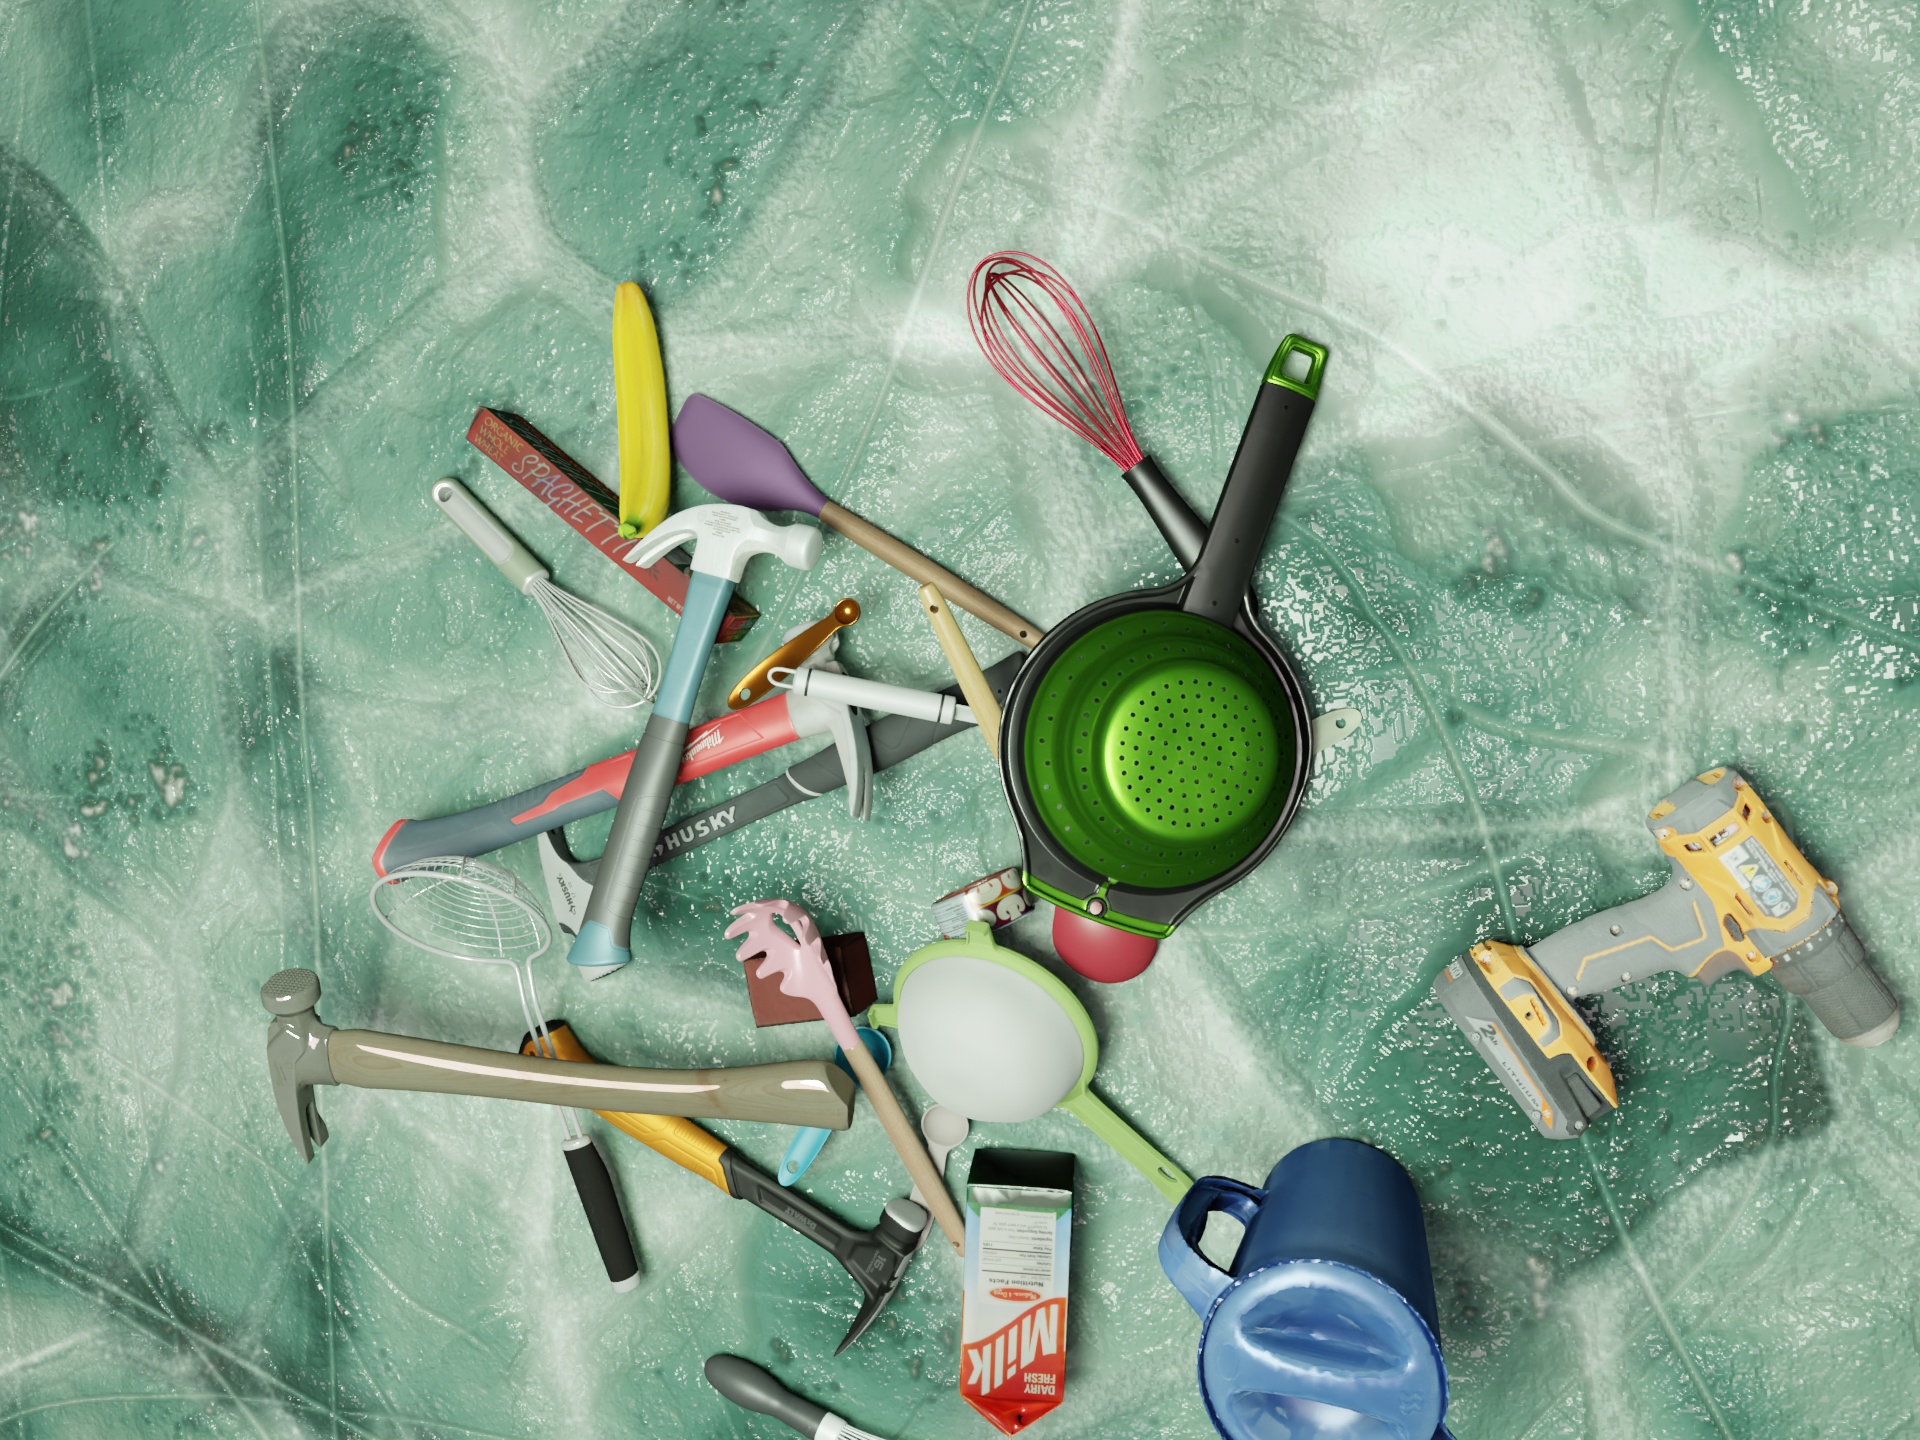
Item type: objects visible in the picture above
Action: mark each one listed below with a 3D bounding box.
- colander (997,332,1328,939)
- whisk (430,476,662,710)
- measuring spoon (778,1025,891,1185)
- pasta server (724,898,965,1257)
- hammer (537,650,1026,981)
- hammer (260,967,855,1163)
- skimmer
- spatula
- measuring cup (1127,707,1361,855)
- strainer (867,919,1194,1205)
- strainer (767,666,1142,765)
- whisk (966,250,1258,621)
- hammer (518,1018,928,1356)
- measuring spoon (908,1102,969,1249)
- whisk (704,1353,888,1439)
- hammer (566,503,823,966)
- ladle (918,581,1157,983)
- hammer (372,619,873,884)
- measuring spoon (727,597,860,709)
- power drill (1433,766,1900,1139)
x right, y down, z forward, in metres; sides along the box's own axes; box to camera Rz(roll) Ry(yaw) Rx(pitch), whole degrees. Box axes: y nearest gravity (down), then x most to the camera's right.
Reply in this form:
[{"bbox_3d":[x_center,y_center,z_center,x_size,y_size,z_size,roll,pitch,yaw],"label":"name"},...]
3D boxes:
[{"bbox_3d":[0.158,-0.058,0.980,0.204,0.094,0.397,21,88,-7],"label":"colander"},{"bbox_3d":[-0.308,-0.096,1.172,0.246,0.059,0.058,44,93,13],"label":"whisk"},{"bbox_3d":[-0.092,0.278,1.145,0.042,0.021,0.128,32,87,13],"label":"measuring spoon"},{"bbox_3d":[-0.066,0.250,1.098,0.060,0.040,0.316,-17,108,31],"label":"pasta server"},{"bbox_3d":[-0.131,0.047,1.142,0.409,0.036,0.149,-25,87,16],"label":"hammer"},{"bbox_3d":[-0.277,0.257,1.100,0.410,0.038,0.146,4,114,6],"label":"hammer"},{"bbox_3d":[-0.314,0.262,1.143,0.127,0.090,0.363,-12,100,26],"label":"skimmer"},{"bbox_3d":[-0.076,-0.133,1.117,0.316,0.018,0.059,32,105,12],"label":"spatula"},{"bbox_3d":[0.186,0.032,1.055,0.167,0.038,0.083,-26,90,0],"label":"measuring cup"},{"bbox_3d":[0.052,0.258,1.070,0.256,0.069,0.151,41,132,-3],"label":"strainer"},{"bbox_3d":[-0.002,-0.003,1.058,0.258,0.050,0.086,11,130,-1],"label":"strainer"},{"bbox_3d":[0.103,-0.183,1.044,0.073,0.073,0.296,-36,92,16],"label":"whisk"},{"bbox_3d":[-0.191,0.330,1.182,0.337,0.034,0.127,30,107,13],"label":"hammer"},{"bbox_3d":[-0.021,0.328,1.149,0.034,0.018,0.124,17,106,6],"label":"measuring spoon"},{"bbox_3d":[-0.066,0.533,1.158,0.285,0.070,0.070,21,101,18],"label":"whisk"},{"bbox_3d":[-0.200,0.012,1.080,0.128,0.033,0.331,17,90,17],"label":"hammer"},{"bbox_3d":[0.046,0.049,1.039,0.069,0.031,0.315,-22,108,15],"label":"ladle"},{"bbox_3d":[-0.247,0.060,1.131,0.386,0.038,0.143,-20,73,14],"label":"hammer"},{"bbox_3d":[-0.113,-0.043,1.081,0.117,0.011,0.021,-37,69,12],"label":"measuring spoon"},{"bbox_3d":[0.432,0.164,0.972,0.226,0.084,0.185,-38,86,11],"label":"power drill"}]
